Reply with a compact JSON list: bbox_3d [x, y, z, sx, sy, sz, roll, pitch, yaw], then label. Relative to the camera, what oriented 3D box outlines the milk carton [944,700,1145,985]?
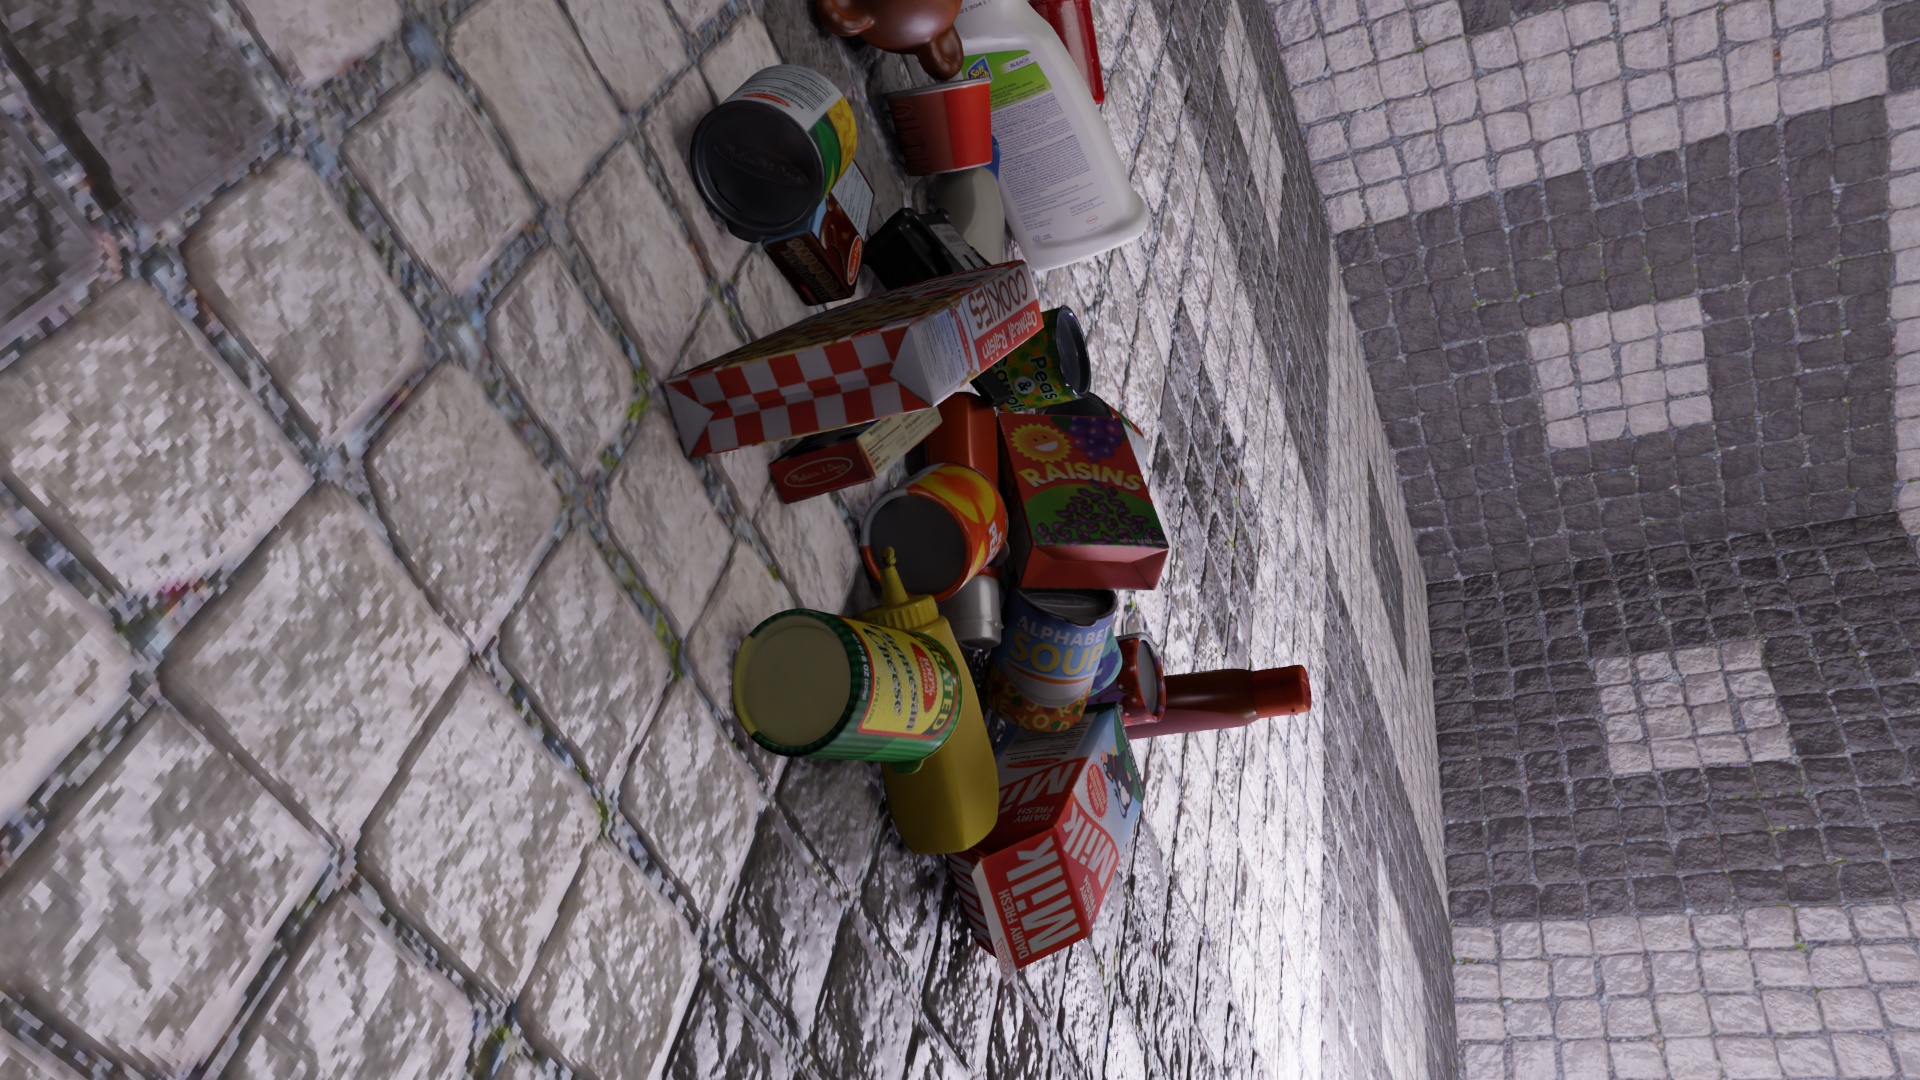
[{"bbox_3d":[0.046,0.171,0.809,0.191,0.073,0.072,-46,122,-62],"label":"milk carton"}]

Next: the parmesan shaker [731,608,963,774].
[{"bbox_3d":[-0.050,0.072,0.644,0.103,0.071,0.071,21,61,-63],"label":"parmesan shaker"}]

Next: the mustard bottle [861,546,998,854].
[{"bbox_3d":[-0.021,0.081,0.728,0.065,0.049,0.160,-24,101,-67],"label":"mustard bottle"}]

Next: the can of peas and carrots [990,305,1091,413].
[{"bbox_3d":[0.053,-0.125,0.974,0.071,0.058,0.071,38,46,-56],"label":"can of peas and carrots"}]

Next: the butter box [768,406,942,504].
[{"bbox_3d":[-0.051,-0.050,0.712,0.024,0.053,0.104,70,24,-14],"label":"butter box"}]

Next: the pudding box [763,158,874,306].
[{"bbox_3d":[-0.074,-0.173,0.743,0.049,0.030,0.084,54,34,-47],"label":"pudding box"}]

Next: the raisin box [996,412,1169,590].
[{"bbox_3d":[0.069,-0.025,0.849,0.124,0.086,0.039,-103,-162,-45],"label":"raisin box"}]

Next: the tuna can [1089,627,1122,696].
[{"bbox_3d":[0.073,0.073,0.921,0.071,0.071,0.032,-67,141,-53],"label":"tuna can"}]

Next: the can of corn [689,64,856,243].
[{"bbox_3d":[-0.090,-0.188,0.673,0.058,0.071,0.071,-68,141,-52],"label":"can of corn"}]

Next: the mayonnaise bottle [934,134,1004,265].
[{"bbox_3d":[0.005,-0.212,0.929,0.064,0.041,0.149,52,34,-50],"label":"mayonnaise bottle"}]

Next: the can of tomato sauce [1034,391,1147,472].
[{"bbox_3d":[0.095,-0.073,1.042,0.083,0.071,0.071,19,63,-64],"label":"can of tomato sauce"}]

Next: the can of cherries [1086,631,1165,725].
[{"bbox_3d":[0.111,0.105,1.004,0.071,0.058,0.071,-12,91,-67],"label":"can of cherries"}]

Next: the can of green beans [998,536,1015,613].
[{"bbox_3d":[0.045,0.011,0.897,0.071,0.058,0.071,-12,91,-67],"label":"can of green beans"}]

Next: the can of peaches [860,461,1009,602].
[{"bbox_3d":[-0.012,-0.003,0.759,0.058,0.071,0.071,-38,114,-63],"label":"can of peaches"}]

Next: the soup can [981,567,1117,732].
[{"bbox_3d":[0.053,0.065,0.839,0.072,0.071,0.083,-51,157,-61],"label":"soup can"}]

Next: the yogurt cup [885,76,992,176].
[{"bbox_3d":[-0.010,-0.264,0.888,0.073,0.072,0.053,-47,131,-62],"label":"yogurt cup"}]

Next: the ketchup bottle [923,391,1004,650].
[{"bbox_3d":[0.003,-0.010,0.827,0.064,0.043,0.149,46,39,-68],"label":"ketchup bottle"}]

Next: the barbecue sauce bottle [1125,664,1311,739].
[{"bbox_3d":[0.192,0.123,1.066,0.064,0.148,0.044,43,43,-54],"label":"barbecue sauce bottle"}]

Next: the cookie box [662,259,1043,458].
[{"bbox_3d":[-0.043,-0.090,0.659,0.168,0.123,0.040,-45,122,-62],"label":"cookie box"}]
